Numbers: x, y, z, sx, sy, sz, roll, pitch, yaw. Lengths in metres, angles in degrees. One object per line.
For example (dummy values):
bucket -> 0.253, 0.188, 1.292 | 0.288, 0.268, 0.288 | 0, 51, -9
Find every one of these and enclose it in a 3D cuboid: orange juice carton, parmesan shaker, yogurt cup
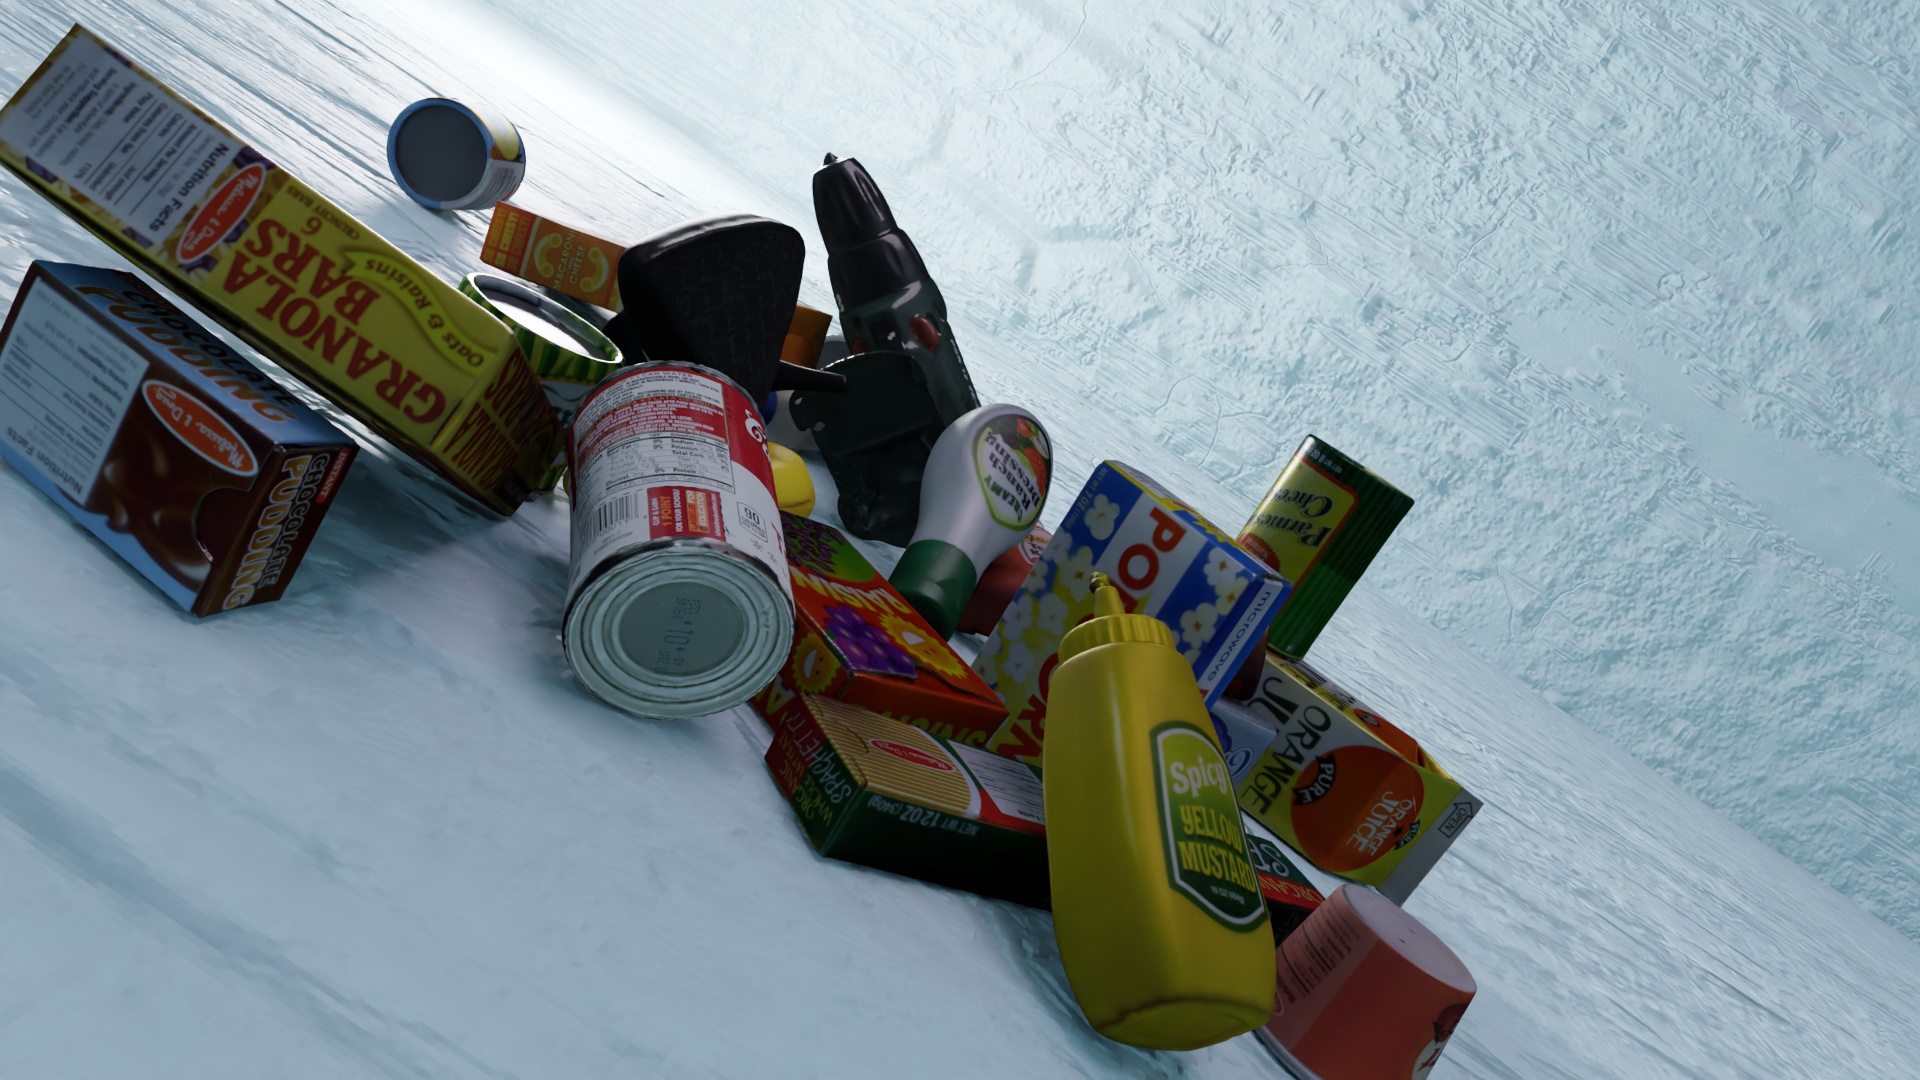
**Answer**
orange juice carton -> 0.169, 0.104, 0.728 | 0.193, 0.071, 0.073 | 37, 13, 19
parmesan shaker -> 0.182, 0.002, 0.741 | 0.071, 0.103, 0.071 | 31, 12, -7
yogurt cup -> 0.139, 0.156, 0.478 | 0.072, 0.054, 0.072 | 32, 11, -7

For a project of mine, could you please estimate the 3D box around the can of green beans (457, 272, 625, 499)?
can of green beans -> -0.169, -0.059, 0.524 | 0.071, 0.057, 0.071 | 32, 12, -7

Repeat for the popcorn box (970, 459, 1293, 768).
popcorn box -> 0.061, 0.043, 0.553 | 0.085, 0.126, 0.038 | 41, 16, 34

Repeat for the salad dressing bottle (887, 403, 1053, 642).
salad dressing bottle -> 0.002, -0.008, 0.657 | 0.064, 0.044, 0.148 | 52, 38, -21

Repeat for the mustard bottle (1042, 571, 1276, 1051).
mustard bottle -> 0.056, 0.074, 0.440 | 0.065, 0.048, 0.161 | 26, 44, -39

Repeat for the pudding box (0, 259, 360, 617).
pudding box -> -0.194, -0.025, 0.337 | 0.084, 0.049, 0.030 | 35, 13, 11

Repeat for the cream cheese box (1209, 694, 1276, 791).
cream cheese box -> 0.093, 0.088, 0.634 | 0.104, 0.053, 0.024 | 26, 12, -32

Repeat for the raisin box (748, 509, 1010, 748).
raisin box -> -0.051, 0.033, 0.511 | 0.086, 0.040, 0.124 | 21, 17, -49

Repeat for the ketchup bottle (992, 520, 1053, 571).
ketchup bottle -> 0.041, 0.018, 0.805 | 0.065, 0.043, 0.149 | 30, 11, -13

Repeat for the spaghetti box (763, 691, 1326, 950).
spaghetti box -> 0.045, 0.108, 0.486 | 0.250, 0.028, 0.050 | 24, 15, -37

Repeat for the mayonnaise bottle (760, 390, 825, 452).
mayonnaise bottle -> -0.106, -0.078, 0.808 | 0.065, 0.041, 0.148 | 32, 10, 15

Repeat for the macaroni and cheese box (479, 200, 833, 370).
macaroni and cheese box -> -0.174, -0.146, 0.814 | 0.166, 0.040, 0.124 | 21, 8, 12

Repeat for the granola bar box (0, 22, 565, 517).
granola bar box -> -0.181, -0.063, 0.402 | 0.124, 0.039, 0.165 | 36, -10, -7

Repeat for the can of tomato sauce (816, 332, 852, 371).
can of tomato sauce -> -0.078, -0.113, 0.961 | 0.071, 0.071, 0.083 | 34, 12, 1

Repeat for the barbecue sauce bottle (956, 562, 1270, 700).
barbecue sauce bottle -> 0.073, 0.041, 0.678 | 0.148, 0.044, 0.064 | 12, -12, 8

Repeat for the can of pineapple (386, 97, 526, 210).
can of pineapple -> -0.309, -0.237, 0.849 | 0.071, 0.071, 0.058 | 32, 12, -6
